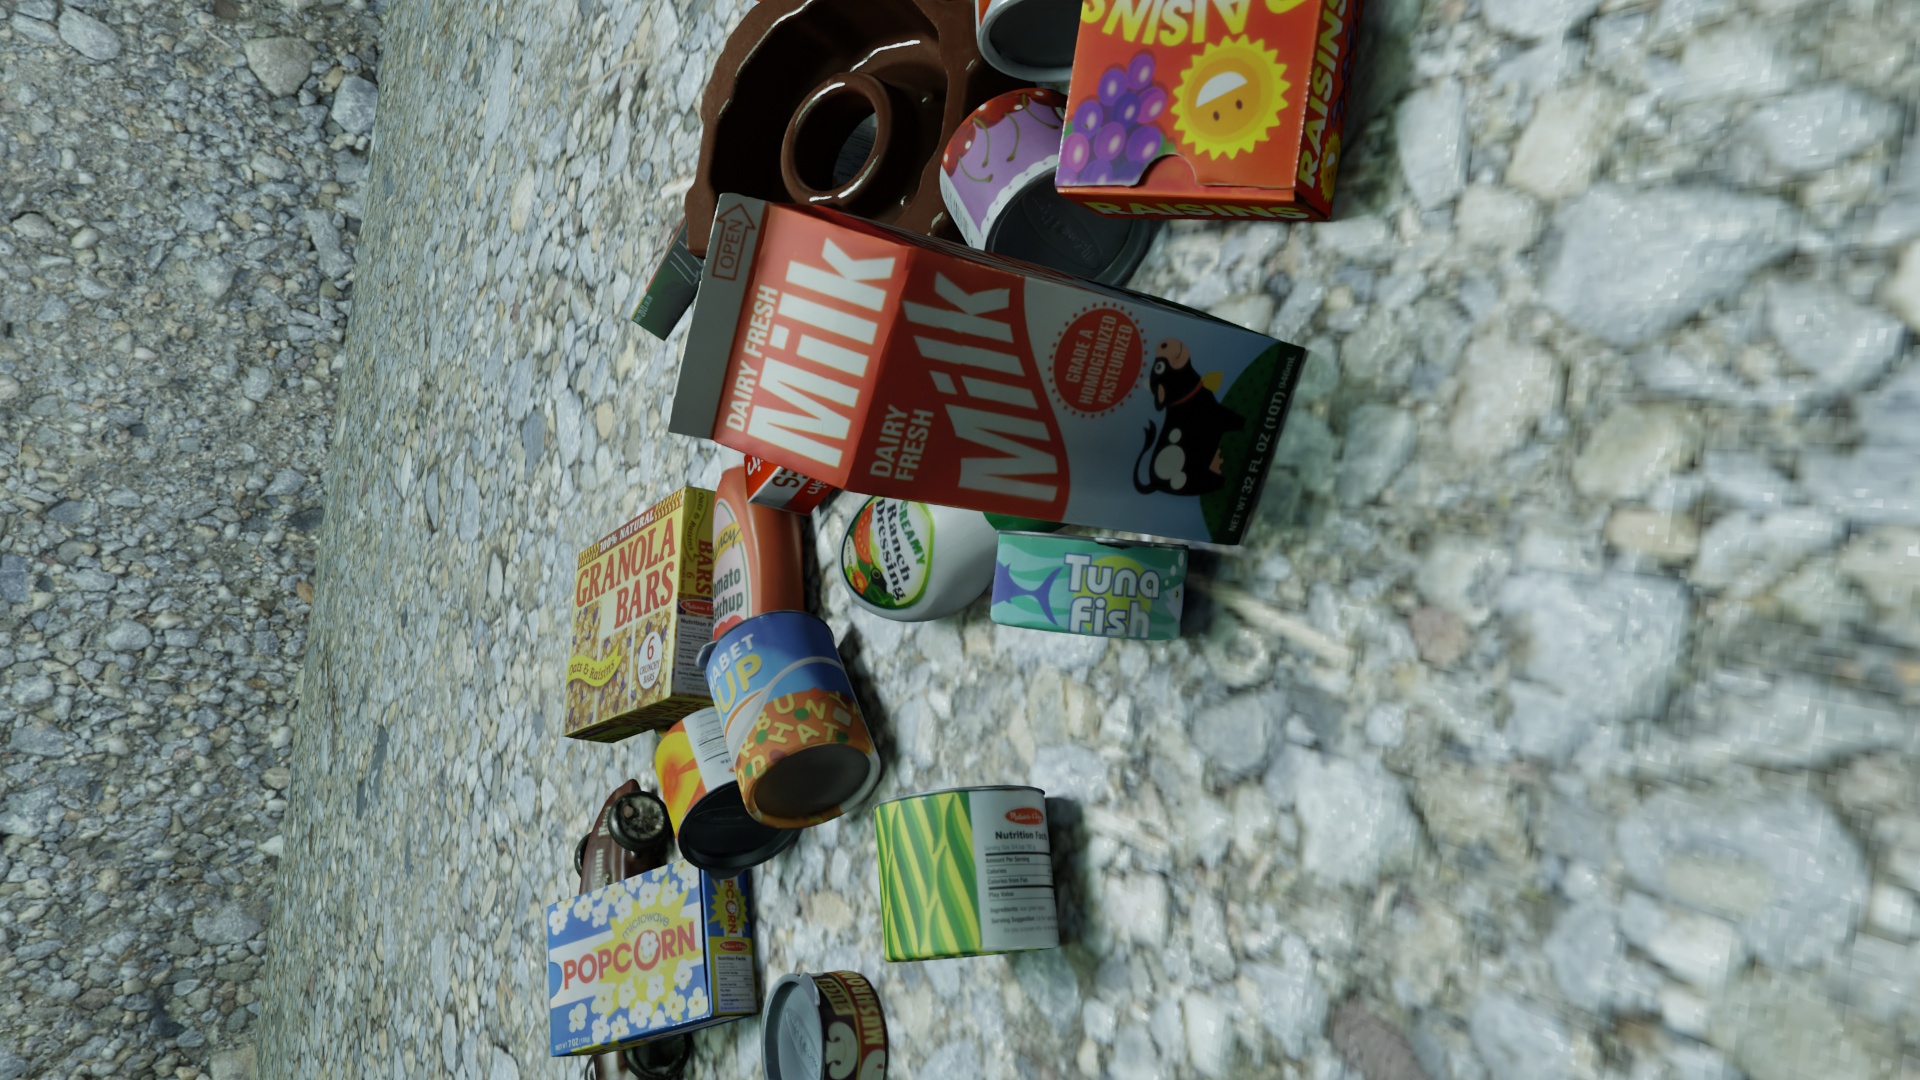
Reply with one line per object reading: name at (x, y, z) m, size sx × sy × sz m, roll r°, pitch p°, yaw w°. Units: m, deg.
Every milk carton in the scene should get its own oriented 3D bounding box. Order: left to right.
milk carton at (0.006, -0.052, 0.432) m, size 0.073 × 0.191 × 0.072 m, roll 37°, pitch 115°, yaw 54°

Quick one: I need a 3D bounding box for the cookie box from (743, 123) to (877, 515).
cookie box at (-0.075, -0.116, 0.721) m, size 0.122 × 0.040 × 0.168 m, roll -42°, pitch 49°, yaw 46°

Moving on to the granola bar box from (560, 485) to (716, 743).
granola bar box at (-0.189, 0.050, 0.842) m, size 0.165 × 0.039 × 0.124 m, roll -23°, pitch 61°, yaw 51°

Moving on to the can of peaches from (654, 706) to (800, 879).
can of peaches at (-0.121, 0.129, 0.718) m, size 0.058 × 0.071 × 0.071 m, roll 56°, pitch 130°, yaw 47°

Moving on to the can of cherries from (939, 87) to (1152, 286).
can of cherries at (0.033, -0.130, 0.528) m, size 0.071 × 0.071 × 0.058 m, roll -59°, pitch 38°, yaw 33°

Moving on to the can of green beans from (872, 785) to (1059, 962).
can of green beans at (0.002, 0.126, 0.522) m, size 0.071 × 0.071 × 0.058 m, roll -30°, pitch 60°, yaw 52°

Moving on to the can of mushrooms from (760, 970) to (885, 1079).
can of mushrooms at (-0.063, 0.230, 0.636) m, size 0.071 × 0.033 × 0.071 m, roll -18°, pitch 68°, yaw 57°

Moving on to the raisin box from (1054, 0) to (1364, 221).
raisin box at (0.084, -0.168, 0.449) m, size 0.086 × 0.040 × 0.123 m, roll 10°, pitch 93°, yaw 33°

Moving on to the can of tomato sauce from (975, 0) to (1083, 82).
can of tomato sauce at (0.039, -0.232, 0.538) m, size 0.071 × 0.071 × 0.083 m, roll -22°, pitch 66°, yaw 55°

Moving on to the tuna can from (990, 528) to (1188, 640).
tuna can at (0.045, 0.015, 0.474) m, size 0.071 × 0.071 × 0.033 m, roll 4°, pitch 89°, yaw 58°

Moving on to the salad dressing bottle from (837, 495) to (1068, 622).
salad dressing bottle at (0.002, -0.007, 0.569) m, size 0.147 × 0.044 × 0.064 m, roll -27°, pitch 71°, yaw 53°

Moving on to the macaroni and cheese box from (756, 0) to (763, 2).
macaroni and cheese box at (-0.098, -0.373, 0.776) m, size 0.167 × 0.040 × 0.123 m, roll -110°, pitch 38°, yaw -60°

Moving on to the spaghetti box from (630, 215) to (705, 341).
spaghetti box at (-0.144, -0.185, 0.808) m, size 0.050 × 0.028 × 0.249 m, roll -63°, pitch 15°, yaw -24°

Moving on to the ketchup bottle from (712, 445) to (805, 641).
ketchup bottle at (-0.110, 0.000, 0.751) m, size 0.064 × 0.043 × 0.149 m, roll -31°, pitch 58°, yaw 52°

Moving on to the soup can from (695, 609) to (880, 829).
soup can at (-0.084, 0.085, 0.663) m, size 0.071 × 0.071 × 0.084 m, roll -61°, pitch 38°, yaw 31°

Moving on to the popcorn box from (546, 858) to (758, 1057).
popcorn box at (-0.172, 0.230, 0.767) m, size 0.126 × 0.038 × 0.085 m, roll -24°, pitch 62°, yaw 28°
